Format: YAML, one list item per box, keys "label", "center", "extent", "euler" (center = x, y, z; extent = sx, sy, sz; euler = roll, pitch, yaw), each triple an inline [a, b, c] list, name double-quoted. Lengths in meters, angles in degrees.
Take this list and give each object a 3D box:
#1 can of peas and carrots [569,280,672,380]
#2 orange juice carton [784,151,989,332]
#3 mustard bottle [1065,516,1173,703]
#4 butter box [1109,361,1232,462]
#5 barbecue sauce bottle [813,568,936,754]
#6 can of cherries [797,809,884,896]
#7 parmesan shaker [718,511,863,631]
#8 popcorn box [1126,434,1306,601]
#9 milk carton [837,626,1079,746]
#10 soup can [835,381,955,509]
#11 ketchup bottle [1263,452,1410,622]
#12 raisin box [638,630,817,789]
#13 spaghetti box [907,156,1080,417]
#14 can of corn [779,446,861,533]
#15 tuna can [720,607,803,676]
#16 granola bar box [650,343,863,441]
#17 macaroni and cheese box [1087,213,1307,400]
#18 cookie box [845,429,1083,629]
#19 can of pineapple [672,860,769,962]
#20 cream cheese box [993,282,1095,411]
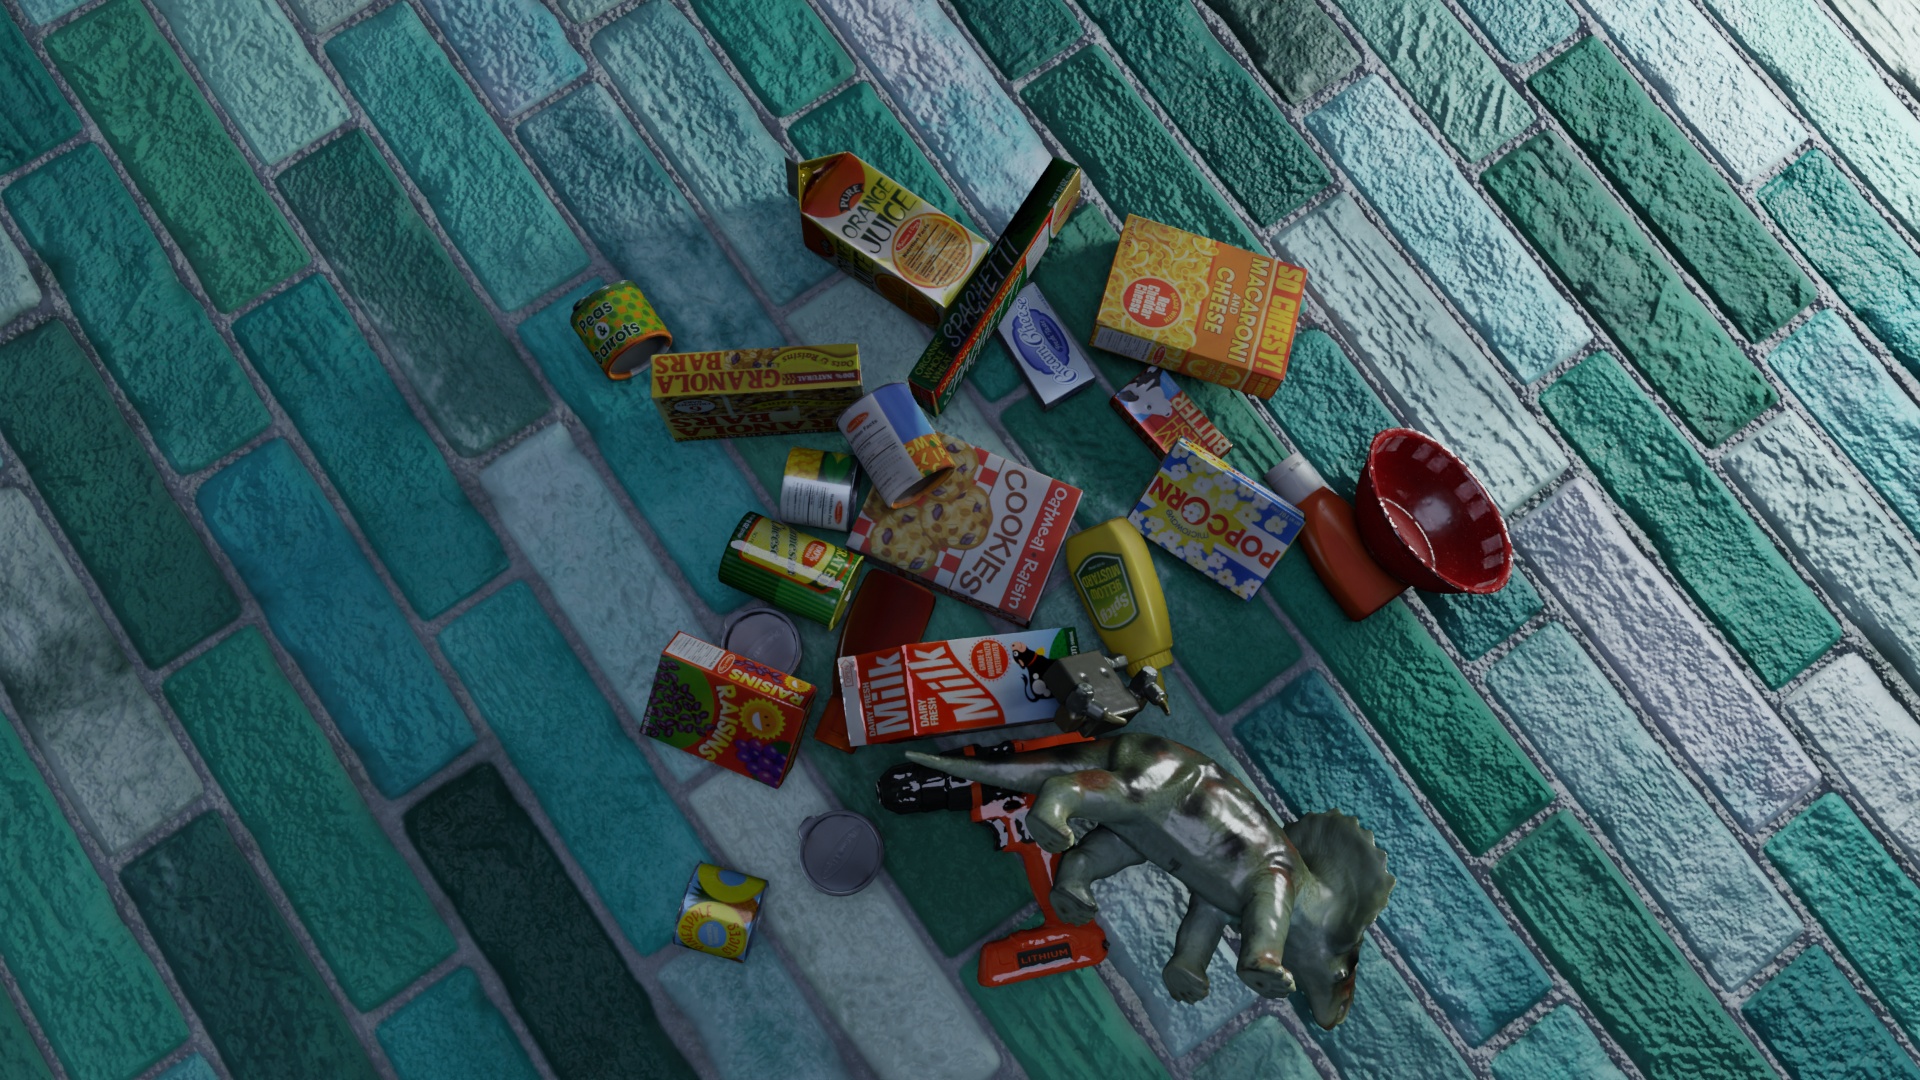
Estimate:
- label: "can of peas and carrots"
  center: [-0.290, -0.179, 1.183]
  extent: [0.071, 0.071, 0.059]
  euler: [-34, 82, -9]
- label: "orange juice carton"
  center: [-0.074, -0.269, 1.211]
  extent: [0.193, 0.071, 0.073]
  euler: [34, 79, 5]
- label: "mustard bottle"
  center: [0.141, 0.062, 1.154]
  extent: [0.065, 0.049, 0.160]
  euler: [-26, 83, 33]
- label: "butter box"
  center: [0.183, -0.101, 1.210]
  extent: [0.053, 0.024, 0.103]
  euler: [-39, 82, -10]
- label: "barbecue sauce bottle"
  center: [-0.075, 0.101, 1.146]
  extent: [0.065, 0.043, 0.149]
  euler: [23, 78, 2]
- label: "can of cherries"
  center: [-0.095, 0.246, 1.106]
  extent: [0.071, 0.058, 0.071]
  euler: [0, 79, -2]
- label: "parmesan shaker"
  center: [-0.141, 0.026, 1.145]
  extent: [0.103, 0.071, 0.071]
  euler: [22, 78, 2]
- label: "popcorn box"
  center: [0.214, -0.019, 1.169]
  extent: [0.127, 0.038, 0.085]
  euler: [33, 109, 5]
- label: "milk carton"
  center: [-0.002, 0.117, 1.103]
  extent: [0.191, 0.073, 0.072]
  euler: [-5, 79, -22]
- label: "soup can"
  center: [-0.051, -0.078, 1.136]
  extent: [0.071, 0.071, 0.084]
  euler: [-31, 80, -8]
- label: "ketchup bottle"
  center: [0.318, -0.006, 1.185]
  extent: [0.065, 0.043, 0.149]
  euler: [-32, 81, -17]
- label: "raisin box"
  center: [-0.186, 0.137, 1.115]
  extent: [0.123, 0.040, 0.085]
  euler: [22, 116, 3]
- label: "spaghetti box"
  center: [0.031, -0.219, 1.192]
  extent: [0.029, 0.050, 0.251]
  euler: [28, 75, 13]
- label: "can of corn"
  center: [-0.117, -0.044, 1.166]
  extent: [0.058, 0.071, 0.071]
  euler: [9, 78, 0]
- label: "tuna can"
  center: [-0.165, 0.088, 1.149]
  extent: [0.071, 0.032, 0.071]
  euler: [0, 78, -2]
- label: "granola bar box"
  center: [-0.163, -0.122, 1.149]
  extent: [0.166, 0.124, 0.039]
  euler: [-4, 78, -3]
- label: "macaroni and cheese box"
  center: [0.208, -0.205, 1.215]
  extent: [0.166, 0.040, 0.124]
  euler: [18, 65, 1]
- label: "cookie box"
  center: [0.004, -0.015, 1.176]
  extent: [0.167, 0.040, 0.123]
  euler: [22, 77, 4]
- label: "can of pineapple"
  center: [-0.187, 0.291, 1.086]
  extent: [0.058, 0.071, 0.071]
  euler: [15, 78, 1]
- label: "cream cheese box"
  center: [0.069, -0.170, 1.220]
  extent: [0.053, 0.024, 0.104]
  euler: [-31, 80, -7]
